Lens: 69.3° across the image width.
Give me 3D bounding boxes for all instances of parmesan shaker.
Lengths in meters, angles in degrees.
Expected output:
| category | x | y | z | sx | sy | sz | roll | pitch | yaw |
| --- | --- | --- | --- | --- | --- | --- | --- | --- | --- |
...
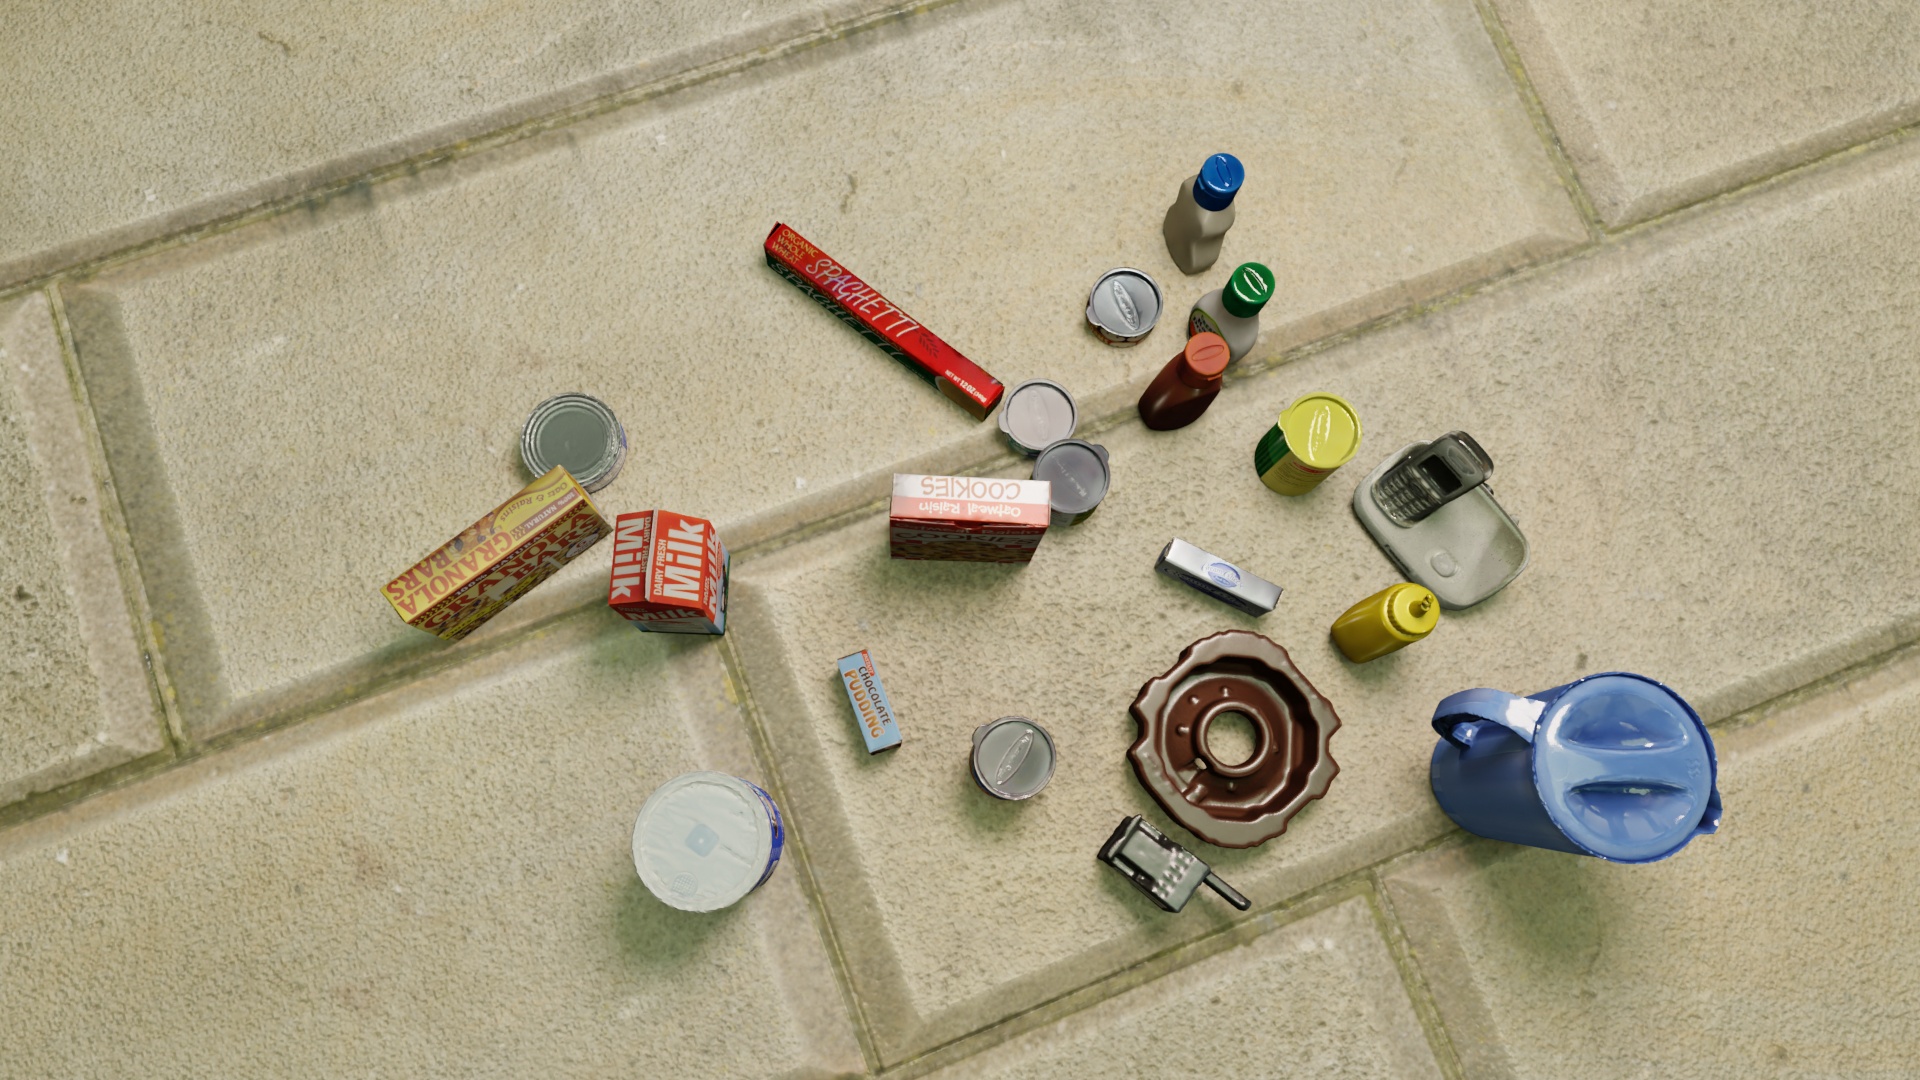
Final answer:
| category | x | y | z | sx | sy | sz | roll | pitch | yaw |
| --- | --- | --- | --- | --- | --- | --- | --- | --- | --- |
| parmesan shaker | 0.295 | -0.083 | 1.197 | 0.071 | 0.103 | 0.071 | 1 | 79 | -3 |

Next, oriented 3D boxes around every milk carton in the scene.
| category | x | y | z | sx | sy | sz | roll | pitch | yaw |
| --- | --- | --- | --- | --- | --- | --- | --- | --- | --- |
| milk carton | -0.231 | 0.027 | 1.102 | 0.073 | 0.190 | 0.072 | 3 | 79 | -2 |

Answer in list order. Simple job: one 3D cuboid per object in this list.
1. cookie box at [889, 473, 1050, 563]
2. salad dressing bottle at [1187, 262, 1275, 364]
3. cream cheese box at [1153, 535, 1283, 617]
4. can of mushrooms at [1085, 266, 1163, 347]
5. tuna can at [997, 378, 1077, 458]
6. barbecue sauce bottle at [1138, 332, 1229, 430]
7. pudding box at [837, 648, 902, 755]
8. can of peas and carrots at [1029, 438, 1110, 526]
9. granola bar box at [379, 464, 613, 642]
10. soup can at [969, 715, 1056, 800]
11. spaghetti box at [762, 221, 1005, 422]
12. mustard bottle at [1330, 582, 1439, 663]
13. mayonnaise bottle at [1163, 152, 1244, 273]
| category | x | y | z | sx | sy | sz | roll | pitch | yaw |
| --- | --- | --- | --- | --- | --- | --- | --- | --- | --- |
| cookie box | 0.004 | -0.014 | 1.134 | 0.123 | 0.167 | 0.040 | 2 | 79 | -2 |
| salad dressing bottle | 0.234 | -0.196 | 1.194 | 0.044 | 0.147 | 0.064 | -33 | 82 | -8 |
| cream cheese box | 0.220 | 0.033 | 1.194 | 0.104 | 0.053 | 0.024 | 26 | 79 | 3 |
| can of mushrooms | 0.145 | -0.209 | 1.251 | 0.071 | 0.033 | 0.071 | 1 | 78 | -3 |
| tuna can | 0.066 | -0.107 | 1.226 | 0.071 | 0.032 | 0.071 | 1 | 78 | -3 |
| barbecue sauce bottle | 0.194 | -0.135 | 1.179 | 0.065 | 0.148 | 0.044 | -19 | 80 | -6 |
| pudding box | -0.075 | 0.135 | 1.159 | 0.030 | 0.049 | 0.084 | -20 | 80 | -7 |
| can of peas and carrots | 0.095 | -0.051 | 1.202 | 0.071 | 0.058 | 0.071 | 1 | 78 | -3 |
| granola bar box | -0.371 | 0.014 | 1.131 | 0.166 | 0.124 | 0.039 | -37 | 83 | -9 |
| soup can | 0.039 | 0.178 | 1.139 | 0.071 | 0.083 | 0.071 | 1 | 79 | -3 |
| spaghetti box | -0.069 | -0.193 | 1.228 | 0.250 | 0.050 | 0.029 | 37 | 79 | 5 |
| mustard bottle | 0.355 | 0.065 | 1.140 | 0.065 | 0.160 | 0.049 | -33 | 82 | -9 |
| mayonnaise bottle | 0.213 | -0.288 | 1.212 | 0.041 | 0.148 | 0.065 | -19 | 80 | -6 |
